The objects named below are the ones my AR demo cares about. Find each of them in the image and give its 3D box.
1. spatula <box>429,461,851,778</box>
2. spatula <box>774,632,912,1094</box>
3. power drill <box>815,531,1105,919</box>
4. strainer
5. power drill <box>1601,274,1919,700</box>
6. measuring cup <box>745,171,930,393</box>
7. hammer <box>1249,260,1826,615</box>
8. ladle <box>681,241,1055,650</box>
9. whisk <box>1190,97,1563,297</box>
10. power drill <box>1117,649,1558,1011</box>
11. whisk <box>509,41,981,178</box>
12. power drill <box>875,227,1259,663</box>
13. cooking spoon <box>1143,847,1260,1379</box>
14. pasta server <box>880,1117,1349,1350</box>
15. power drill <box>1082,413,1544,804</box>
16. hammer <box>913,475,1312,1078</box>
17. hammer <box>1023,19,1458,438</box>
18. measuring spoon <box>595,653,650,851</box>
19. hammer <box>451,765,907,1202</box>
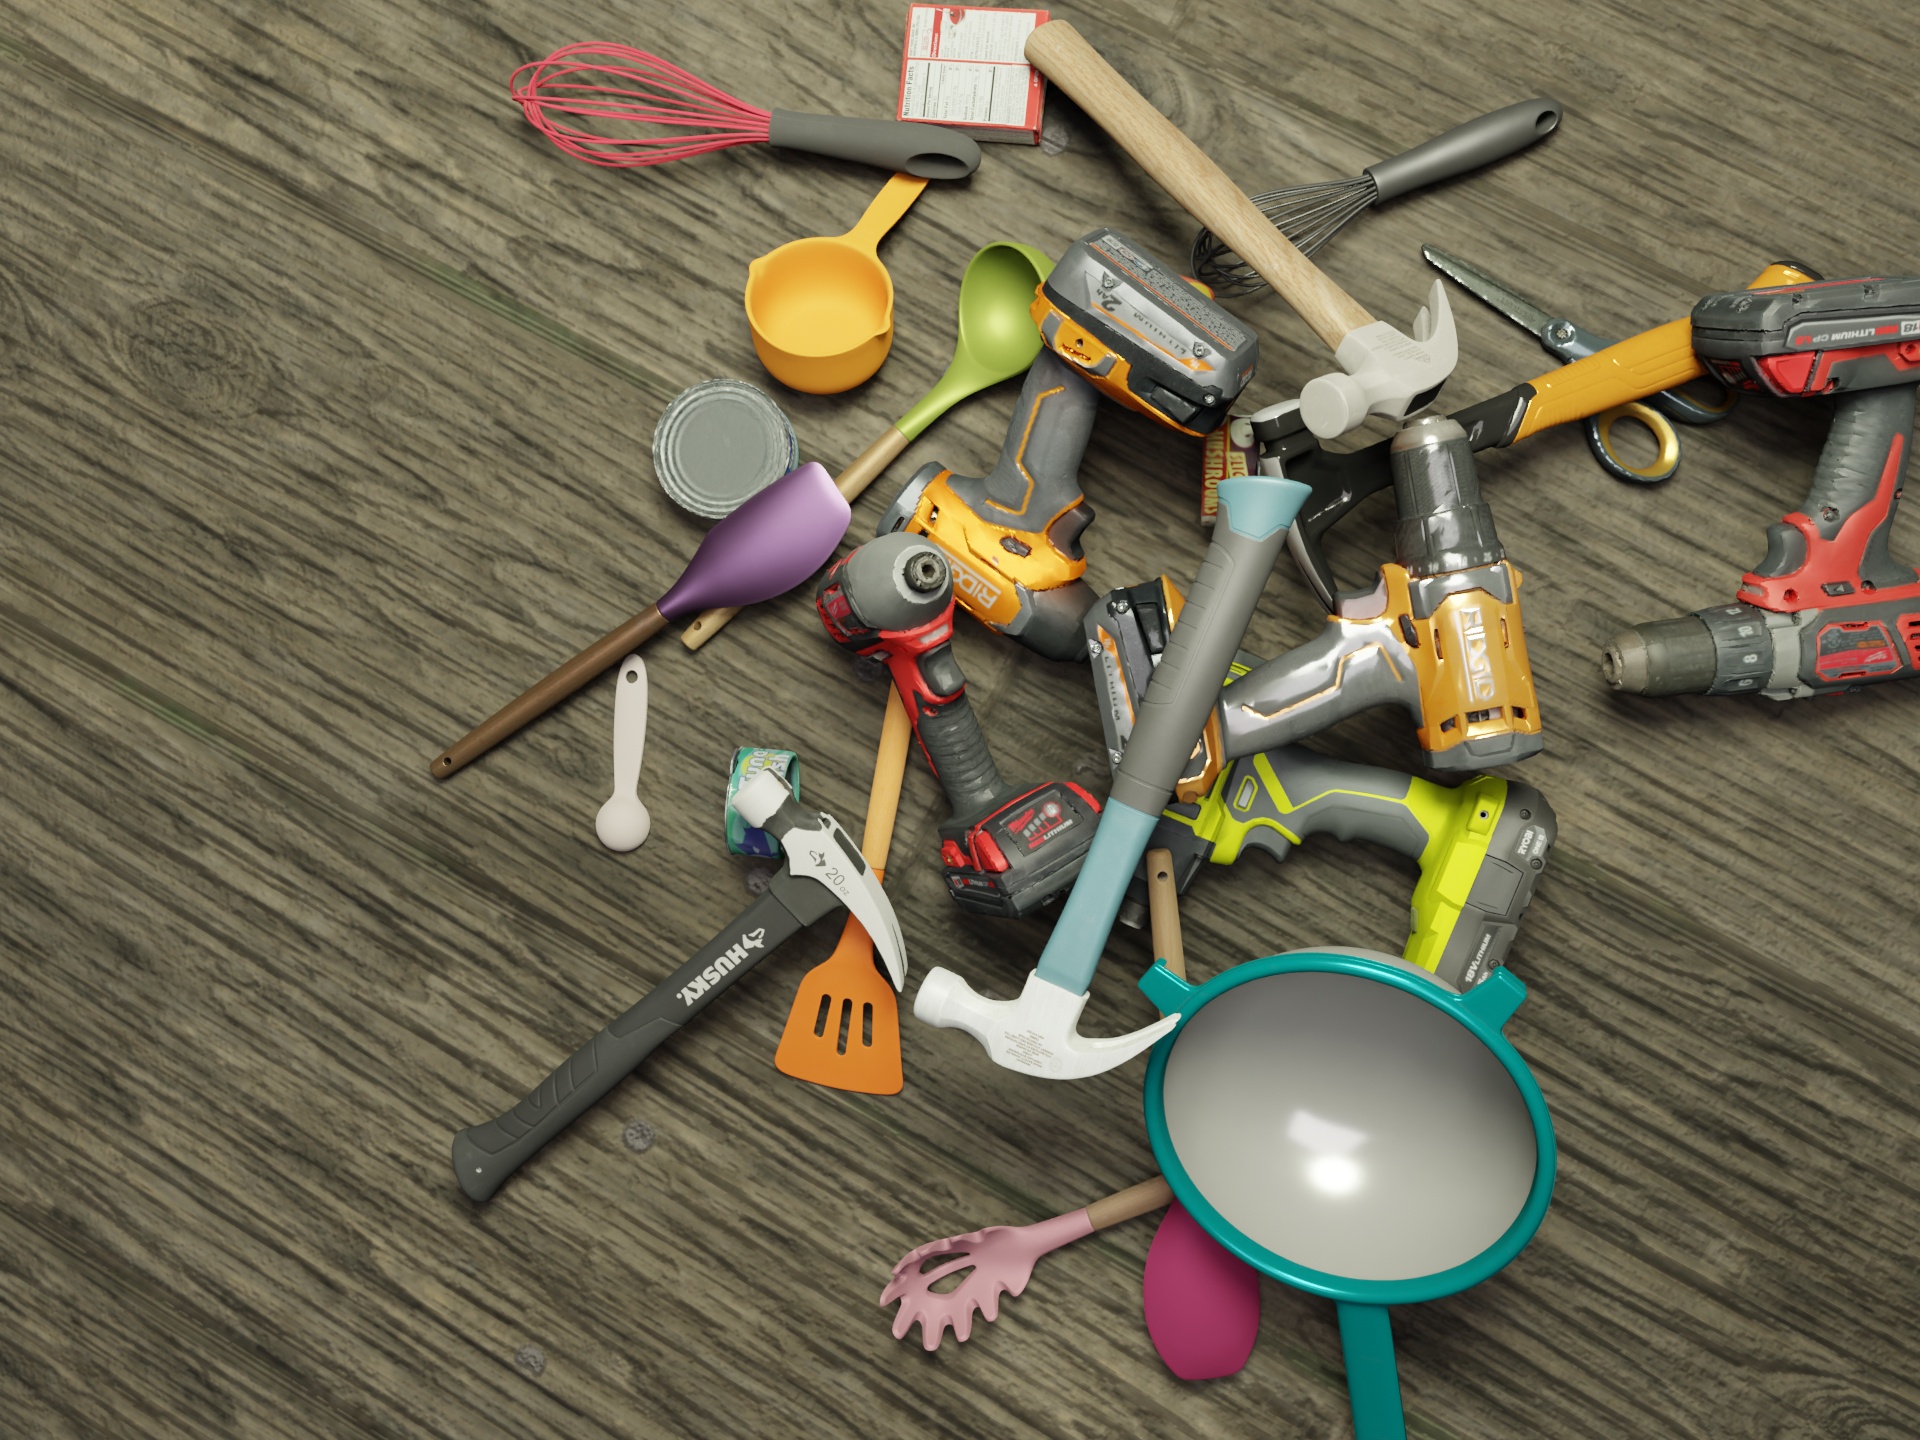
[{"bbox_3d":[-0.201,-0.051,0.976,0.316,0.018,0.060,-33,90,11],"label":"spatula"},{"bbox_3d":[-0.049,0.066,0.971,0.081,0.041,0.323,10,85,6],"label":"spatula"},{"bbox_3d":[-0.001,-0.003,0.893,0.078,0.143,0.219,-30,95,-18],"label":"power drill"},{"bbox_3d":[0.224,0.260,0.880,0.211,0.095,0.340,-3,111,24],"label":"strainer"},{"bbox_3d":[0.446,-0.119,0.868,0.188,0.080,0.226,-7,106,0],"label":"power drill"},{"bbox_3d":[-0.063,-0.273,0.974,0.095,0.052,0.174,27,66,11],"label":"measuring cup"},{"bbox_3d":[0.335,-0.172,0.896,0.337,0.034,0.127,-22,104,-4],"label":"hammer"},{"bbox_3d":[-0.060,-0.160,0.962,0.320,0.062,0.078,-43,63,6],"label":"ladle"},{"bbox_3d":[0.245,-0.312,0.939,0.239,0.055,0.055,-23,86,0],"label":"whisk"},{"bbox_3d":[0.207,0.072,0.917,0.223,0.080,0.171,23,91,10],"label":"power drill"},{"bbox_3d":[-0.132,-0.365,0.971,0.296,0.073,0.073,10,89,5],"label":"whisk"},{"bbox_3d":[0.069,-0.139,0.899,0.164,0.084,0.226,38,123,3],"label":"power drill"},{"bbox_3d":[0.129,0.230,0.913,0.068,0.017,0.319,-7,97,-2],"label":"cooking spoon"},{"bbox_3d":[0.103,0.288,0.938,0.316,0.040,0.060,-23,96,4],"label":"pasta server"},{"bbox_3d":[0.182,-0.053,0.845,0.226,0.084,0.185,-10,95,8],"label":"power drill"},{"bbox_3d":[0.092,0.030,0.804,0.128,0.033,0.331,24,100,13],"label":"hammer"},{"bbox_3d":[0.146,-0.285,0.880,0.130,0.031,0.332,-23,63,-31],"label":"hammer"},{"bbox_3d":[-0.209,0.020,0.990,0.034,0.018,0.124,3,88,7],"label":"measuring spoon"},{"bbox_3d":[-0.180,0.183,0.946,0.334,0.035,0.146,-41,99,14],"label":"hammer"}]
